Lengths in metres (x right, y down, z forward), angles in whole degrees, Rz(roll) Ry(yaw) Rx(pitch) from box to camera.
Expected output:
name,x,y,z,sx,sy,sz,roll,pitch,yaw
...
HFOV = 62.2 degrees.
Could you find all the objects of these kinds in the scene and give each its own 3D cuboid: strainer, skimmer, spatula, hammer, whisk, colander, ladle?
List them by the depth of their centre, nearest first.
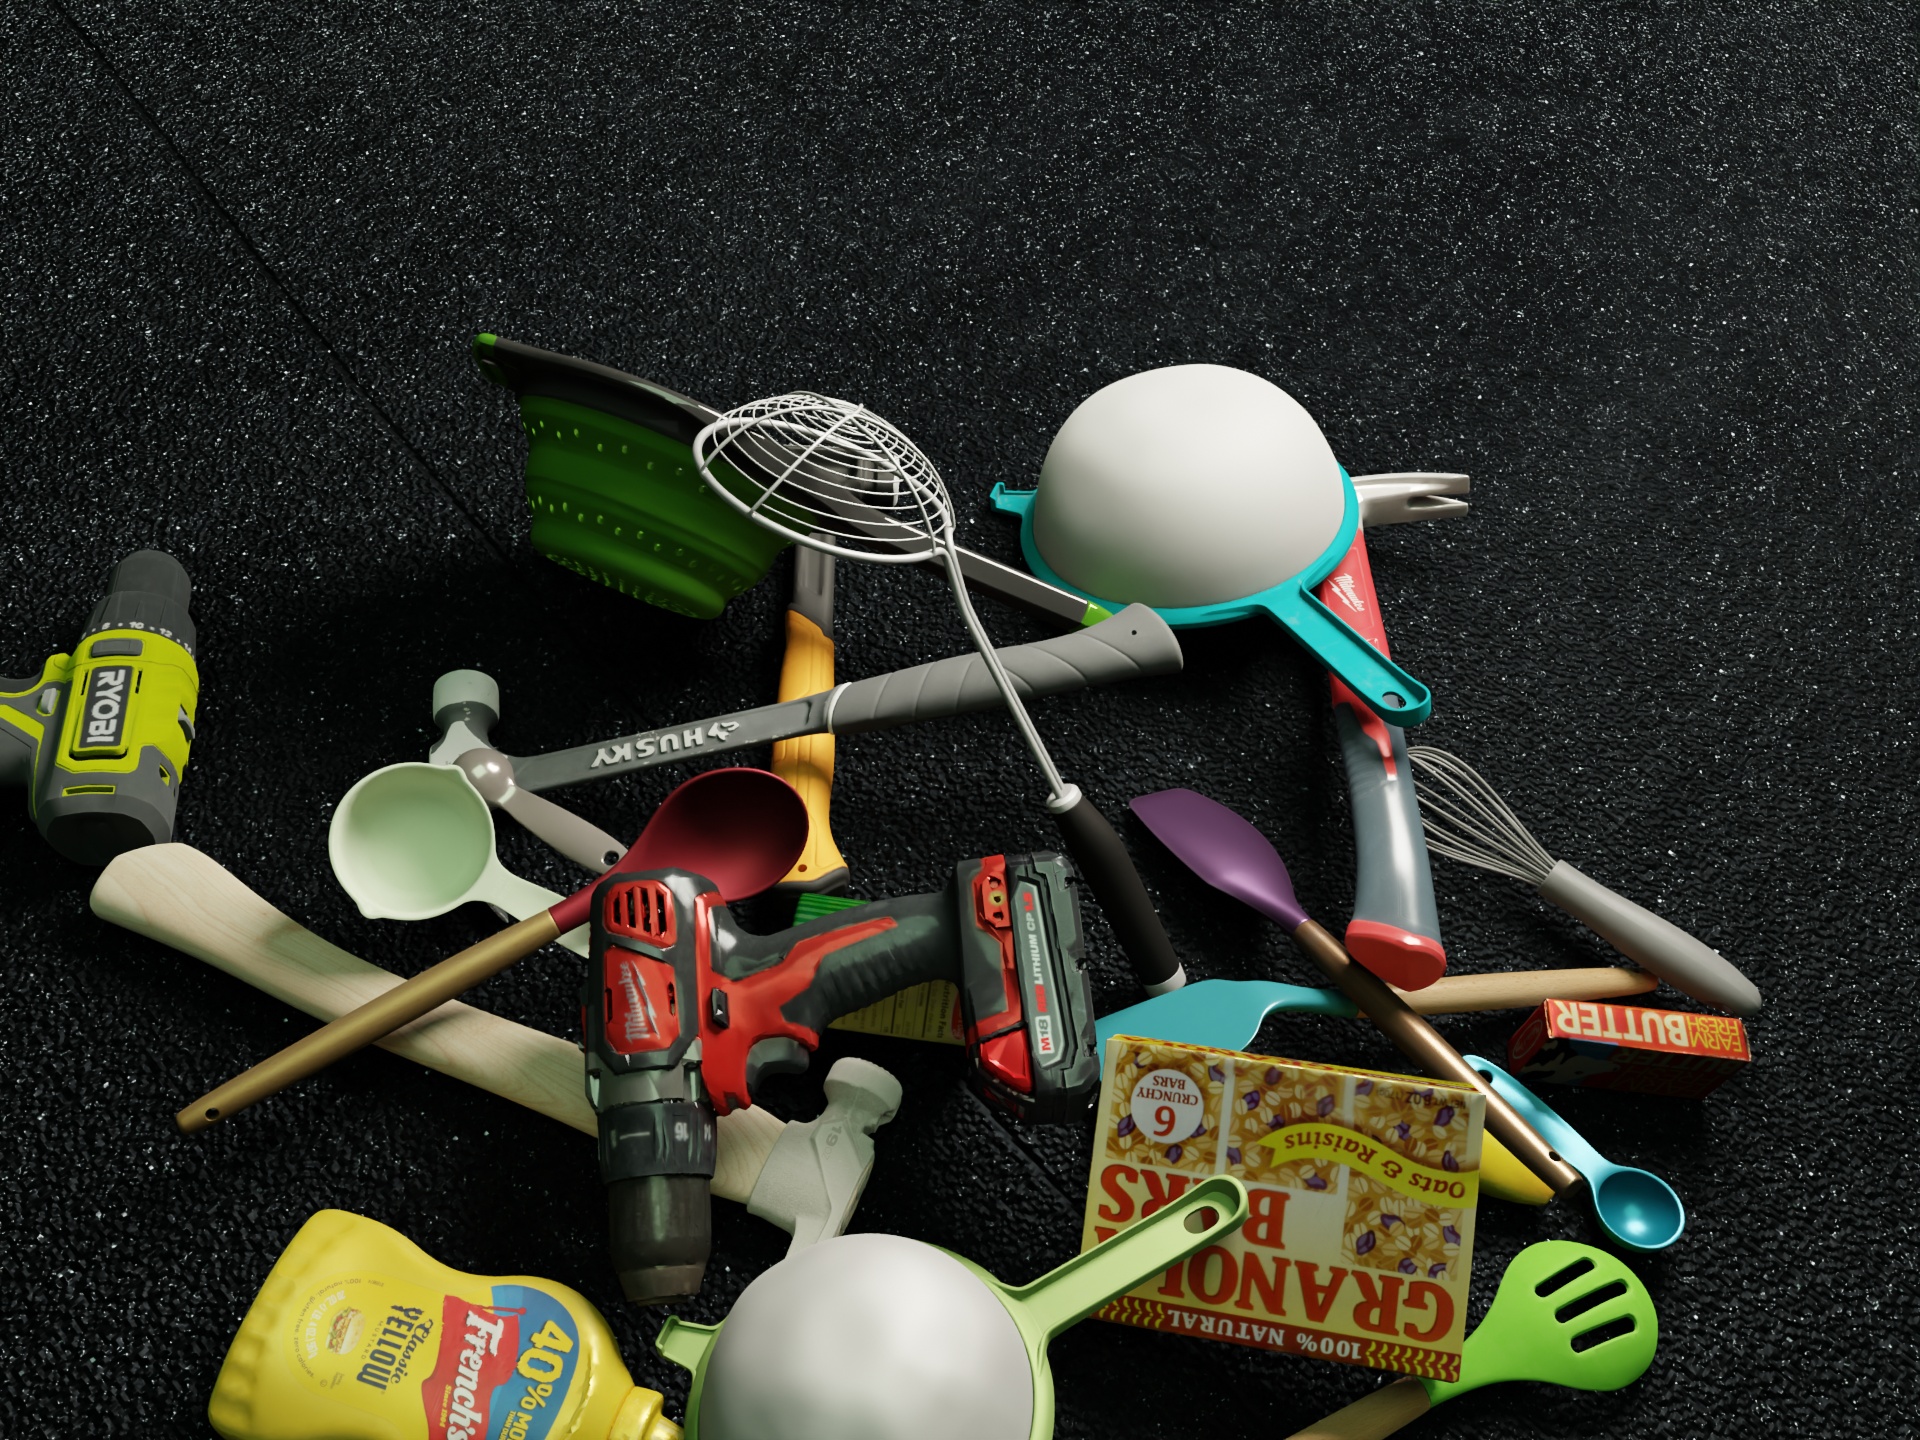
name,x,y,z,sx,sy,sz,roll,pitch,yaw
strainer,0.006,0.237,0.636,0.256,0.069,0.152,-24,44,-15
ladle,-0.216,0.110,0.756,0.315,0.069,0.031,-28,17,-16
hammer,-0.243,0.162,0.762,0.411,0.038,0.146,20,54,10
skimmer,-0.001,-0.003,0.790,0.090,0.363,0.127,-22,18,23
spatula,0.191,0.121,0.799,0.059,0.018,0.316,-10,36,-27
spatula,0.221,0.152,0.818,0.317,0.044,0.082,-1,20,-16
hammer,-0.083,0.002,0.854,0.409,0.036,0.149,-12,57,0
whisk,0.324,0.084,0.868,0.239,0.055,0.055,36,57,23
colander,-0.094,-0.086,0.889,0.397,0.204,0.094,22,86,-11
hammer,0.243,-0.014,0.893,0.143,0.038,0.387,-5,43,9
strainer,0.162,-0.121,0.928,0.211,0.095,0.341,-24,42,-12
hammer,-0.097,-0.037,0.931,0.127,0.034,0.337,2,52,-6

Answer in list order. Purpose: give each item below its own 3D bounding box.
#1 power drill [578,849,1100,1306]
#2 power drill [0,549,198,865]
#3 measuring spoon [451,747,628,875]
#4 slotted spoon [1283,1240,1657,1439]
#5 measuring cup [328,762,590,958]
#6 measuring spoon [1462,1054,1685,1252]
name,x,y,z,sx,sy,sz,roll,pitch,yaw
power drill,-0.055,0.151,0.706,0.226,0.080,0.188,-6,68,-1
power drill,-0.525,-0.011,0.840,0.228,0.080,0.191,-3,53,-12
measuring spoon,-0.215,0.047,0.812,0.124,0.018,0.034,27,65,21
slotted spoon,0.183,0.309,0.700,0.313,0.031,0.070,-19,54,-18
measuring cup,-0.230,0.082,0.790,0.167,0.038,0.083,31,76,-11
measuring spoon,0.300,0.216,0.795,0.042,0.021,0.129,-29,51,-25
